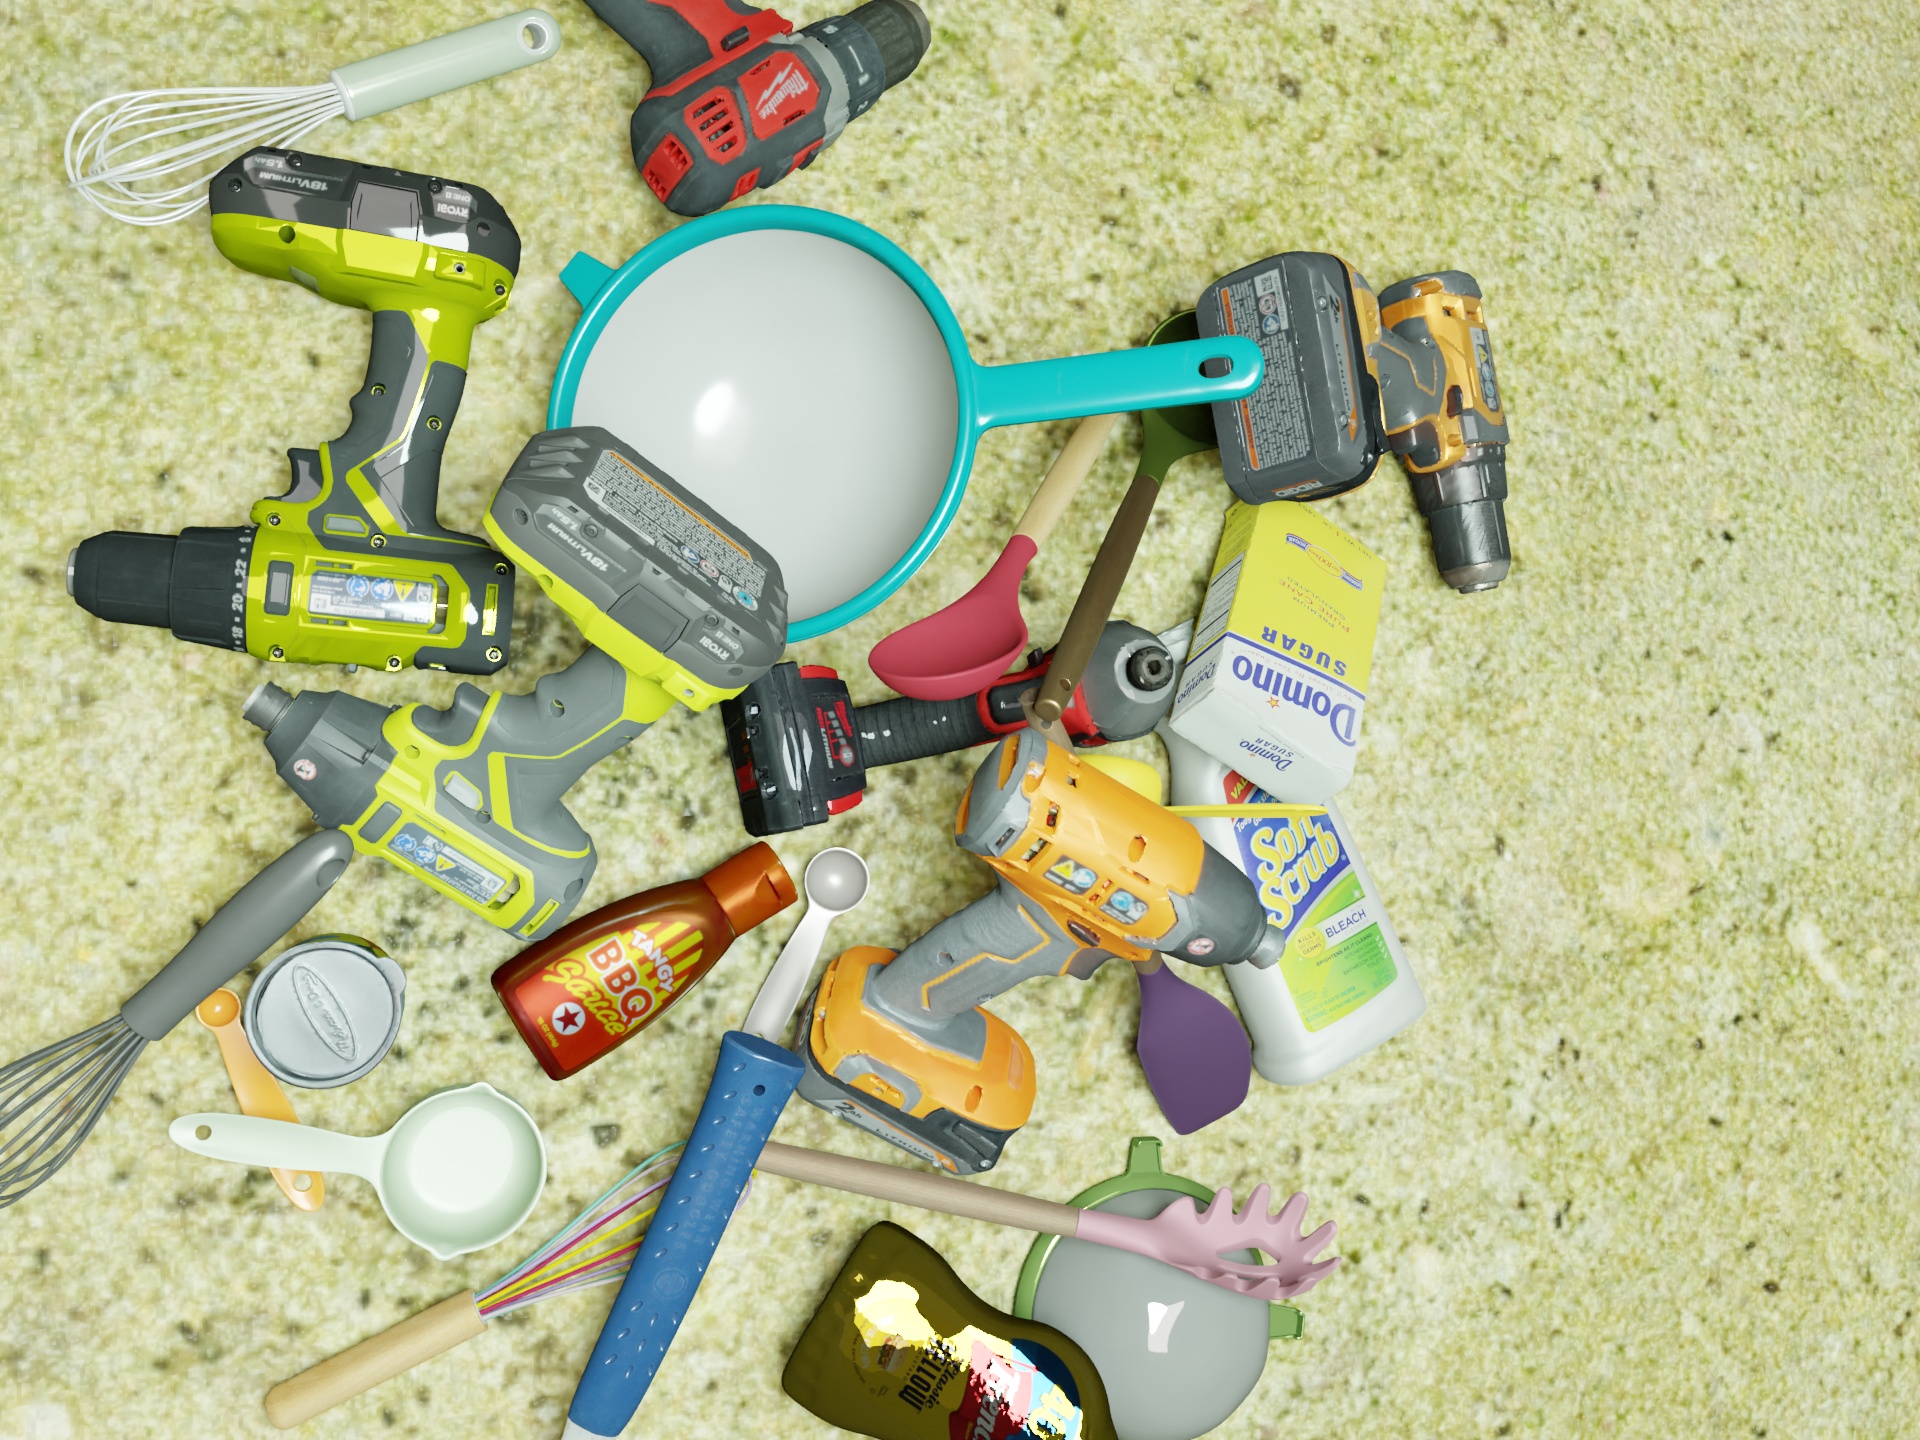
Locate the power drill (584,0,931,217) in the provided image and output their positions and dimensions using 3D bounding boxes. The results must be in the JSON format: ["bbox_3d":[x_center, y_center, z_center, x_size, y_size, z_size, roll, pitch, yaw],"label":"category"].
[{"bbox_3d":[-0.132,-0.385,0.805,0.188,0.080,0.226,-43,101,-29],"label":"power drill"}]

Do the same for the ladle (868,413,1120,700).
[{"bbox_3d":[0.038,-0.101,0.791,0.316,0.069,0.031,-59,145,-45],"label":"ladle"}]

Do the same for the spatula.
[{"bbox_3d":[0.090,0.105,0.802,0.060,0.018,0.315,-28,124,-3],"label":"spatula"}]

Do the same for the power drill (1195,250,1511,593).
[{"bbox_3d":[0.232,-0.159,0.872,0.226,0.084,0.185,-8,88,-47],"label":"power drill"}]

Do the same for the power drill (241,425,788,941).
[{"bbox_3d":[-0.198,-0.014,0.706,0.171,0.080,0.223,37,116,-21],"label":"power drill"}]

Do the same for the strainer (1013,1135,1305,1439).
[{"bbox_3d":[0.070,0.355,0.828,0.256,0.069,0.151,-41,99,-17],"label":"strainer"}]

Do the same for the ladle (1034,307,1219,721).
[{"bbox_3d":[0.094,-0.110,0.797,0.078,0.062,0.320,38,44,-11],"label":"ladle"}]

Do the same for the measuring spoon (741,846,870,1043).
[{"bbox_3d":[-0.085,0.123,0.827,0.034,0.018,0.124,27,86,-11],"label":"measuring spoon"}]

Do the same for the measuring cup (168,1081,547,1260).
[{"bbox_3d":[-0.280,0.202,0.748,0.167,0.038,0.083,13,83,-14],"label":"measuring cup"}]

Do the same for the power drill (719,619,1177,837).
[{"bbox_3d":[-0.001,-0.003,0.792,0.219,0.143,0.078,-12,88,-15],"label":"power drill"}]

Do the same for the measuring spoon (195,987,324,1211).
[{"bbox_3d":[-0.328,0.179,0.750,0.021,0.011,0.117,-24,97,-17],"label":"measuring spoon"}]

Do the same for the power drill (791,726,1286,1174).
[{"bbox_3d":[0.035,0.121,0.759,0.164,0.084,0.226,30,123,-13],"label":"power drill"}]

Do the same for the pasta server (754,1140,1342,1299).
[{"bbox_3d":[0.034,0.245,0.808,0.316,0.060,0.040,13,124,-2],"label":"pasta server"}]

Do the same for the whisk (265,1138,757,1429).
[{"bbox_3d":[-0.211,0.270,0.762,0.245,0.047,0.051,-24,95,-14],"label":"whisk"}]

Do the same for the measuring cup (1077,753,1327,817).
[{"bbox_3d":[0.119,0.035,0.827,0.062,0.156,0.029,21,73,-49],"label":"measuring cup"}]

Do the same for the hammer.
[{"bbox_3d":[-0.170,0.339,0.741,0.144,0.035,0.405,25,89,-15],"label":"hammer"}]

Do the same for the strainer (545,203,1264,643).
[{"bbox_3d":[-0.025,-0.142,0.774,0.340,0.095,0.211,-5,84,9],"label":"strainer"}]

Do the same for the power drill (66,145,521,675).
[{"bbox_3d":[-0.300,-0.138,0.743,0.190,0.080,0.228,6,88,-18],"label":"power drill"}]

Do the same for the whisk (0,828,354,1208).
[{"bbox_3d":[-0.362,0.130,0.700,0.239,0.055,0.055,-43,99,-4],"label":"whisk"}]

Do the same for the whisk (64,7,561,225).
[{"bbox_3d":[-0.306,-0.299,0.768,0.246,0.059,0.057,-29,119,-21],"label":"whisk"}]
